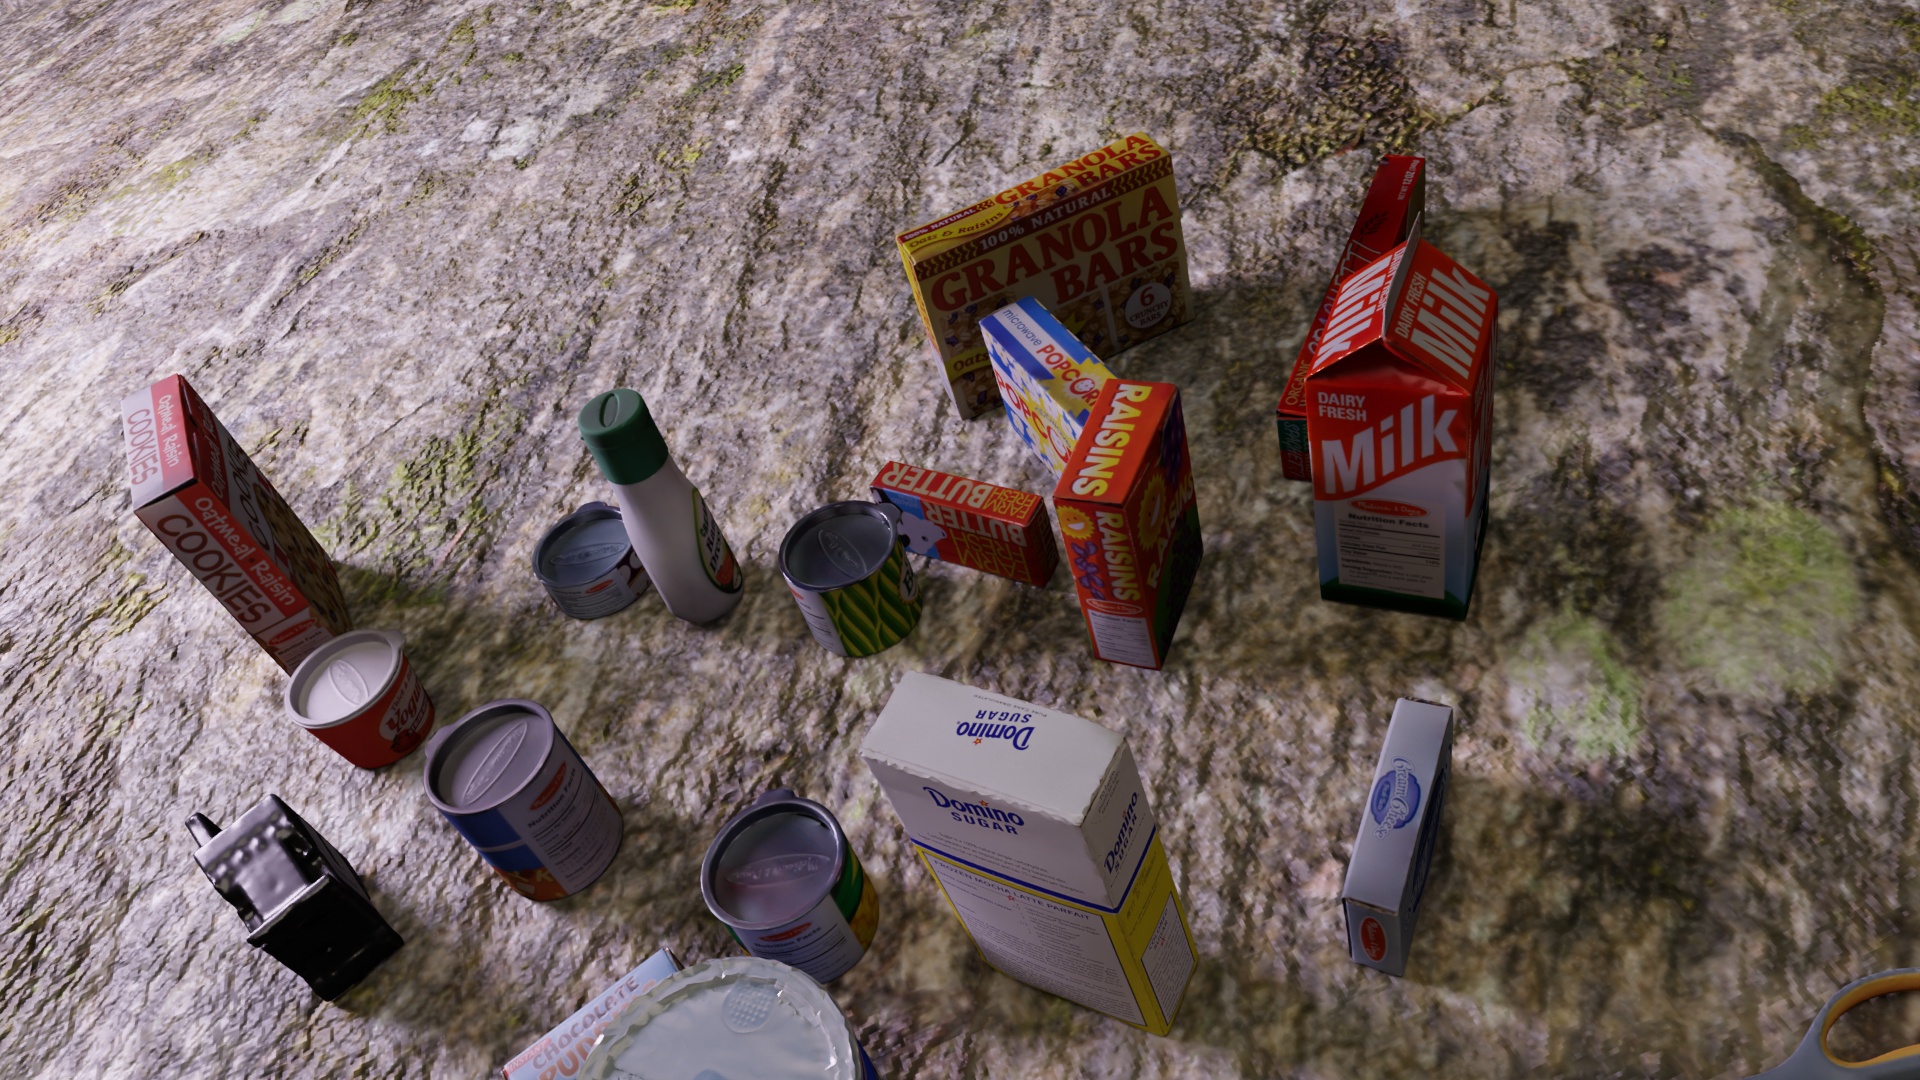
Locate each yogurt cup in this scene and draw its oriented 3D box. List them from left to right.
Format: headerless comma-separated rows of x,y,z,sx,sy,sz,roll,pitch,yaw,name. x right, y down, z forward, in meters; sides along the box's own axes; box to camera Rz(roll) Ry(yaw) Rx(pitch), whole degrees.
-0.335,0.092,0.784,0.072,0.053,0.073,-9,45,10,yogurt cup

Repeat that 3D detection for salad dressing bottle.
-0.164,-0.017,0.767,0.044,0.147,0.064,-13,44,6,salad dressing bottle

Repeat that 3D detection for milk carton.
0.207,-0.054,0.650,0.073,0.189,0.073,8,50,25,milk carton

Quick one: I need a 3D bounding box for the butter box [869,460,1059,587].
0.003,-0.010,0.772,0.103,0.053,0.024,14,53,29,butter box

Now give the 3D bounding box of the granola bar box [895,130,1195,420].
0.055,-0.161,0.851,0.166,0.123,0.039,-24,44,-6,granola bar box

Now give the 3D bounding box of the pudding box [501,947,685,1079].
-0.147,0.220,0.599,0.084,0.049,0.030,-34,46,-15,pudding box

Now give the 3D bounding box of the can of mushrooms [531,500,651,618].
-0.220,0.011,0.839,0.071,0.033,0.071,-9,45,10,can of mushrooms

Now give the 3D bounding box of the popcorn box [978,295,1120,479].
0.062,-0.073,0.791,0.038,0.084,0.127,-28,45,-9,popcorn box

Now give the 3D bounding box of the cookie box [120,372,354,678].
-0.424,-0.002,0.824,0.040,0.166,0.123,-30,45,-11,cookie box

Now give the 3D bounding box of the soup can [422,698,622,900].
-0.216,0.128,0.687,0.071,0.083,0.072,-9,45,10,soup can

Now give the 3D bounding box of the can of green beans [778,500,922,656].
-0.059,0.021,0.759,0.071,0.057,0.071,-9,45,10,can of green beans

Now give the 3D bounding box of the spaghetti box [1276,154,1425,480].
0.235,-0.137,0.822,0.029,0.050,0.251,9,51,26,spaghetti box

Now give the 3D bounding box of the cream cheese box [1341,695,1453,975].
0.184,0.122,0.582,0.024,0.053,0.104,9,51,26,cream cheese box

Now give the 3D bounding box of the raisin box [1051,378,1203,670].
0.087,-0.007,0.691,0.040,0.122,0.086,8,50,25,raisin box

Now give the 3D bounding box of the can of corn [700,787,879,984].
-0.076,0.158,0.630,0.071,0.058,0.071,-9,45,10,can of corn
